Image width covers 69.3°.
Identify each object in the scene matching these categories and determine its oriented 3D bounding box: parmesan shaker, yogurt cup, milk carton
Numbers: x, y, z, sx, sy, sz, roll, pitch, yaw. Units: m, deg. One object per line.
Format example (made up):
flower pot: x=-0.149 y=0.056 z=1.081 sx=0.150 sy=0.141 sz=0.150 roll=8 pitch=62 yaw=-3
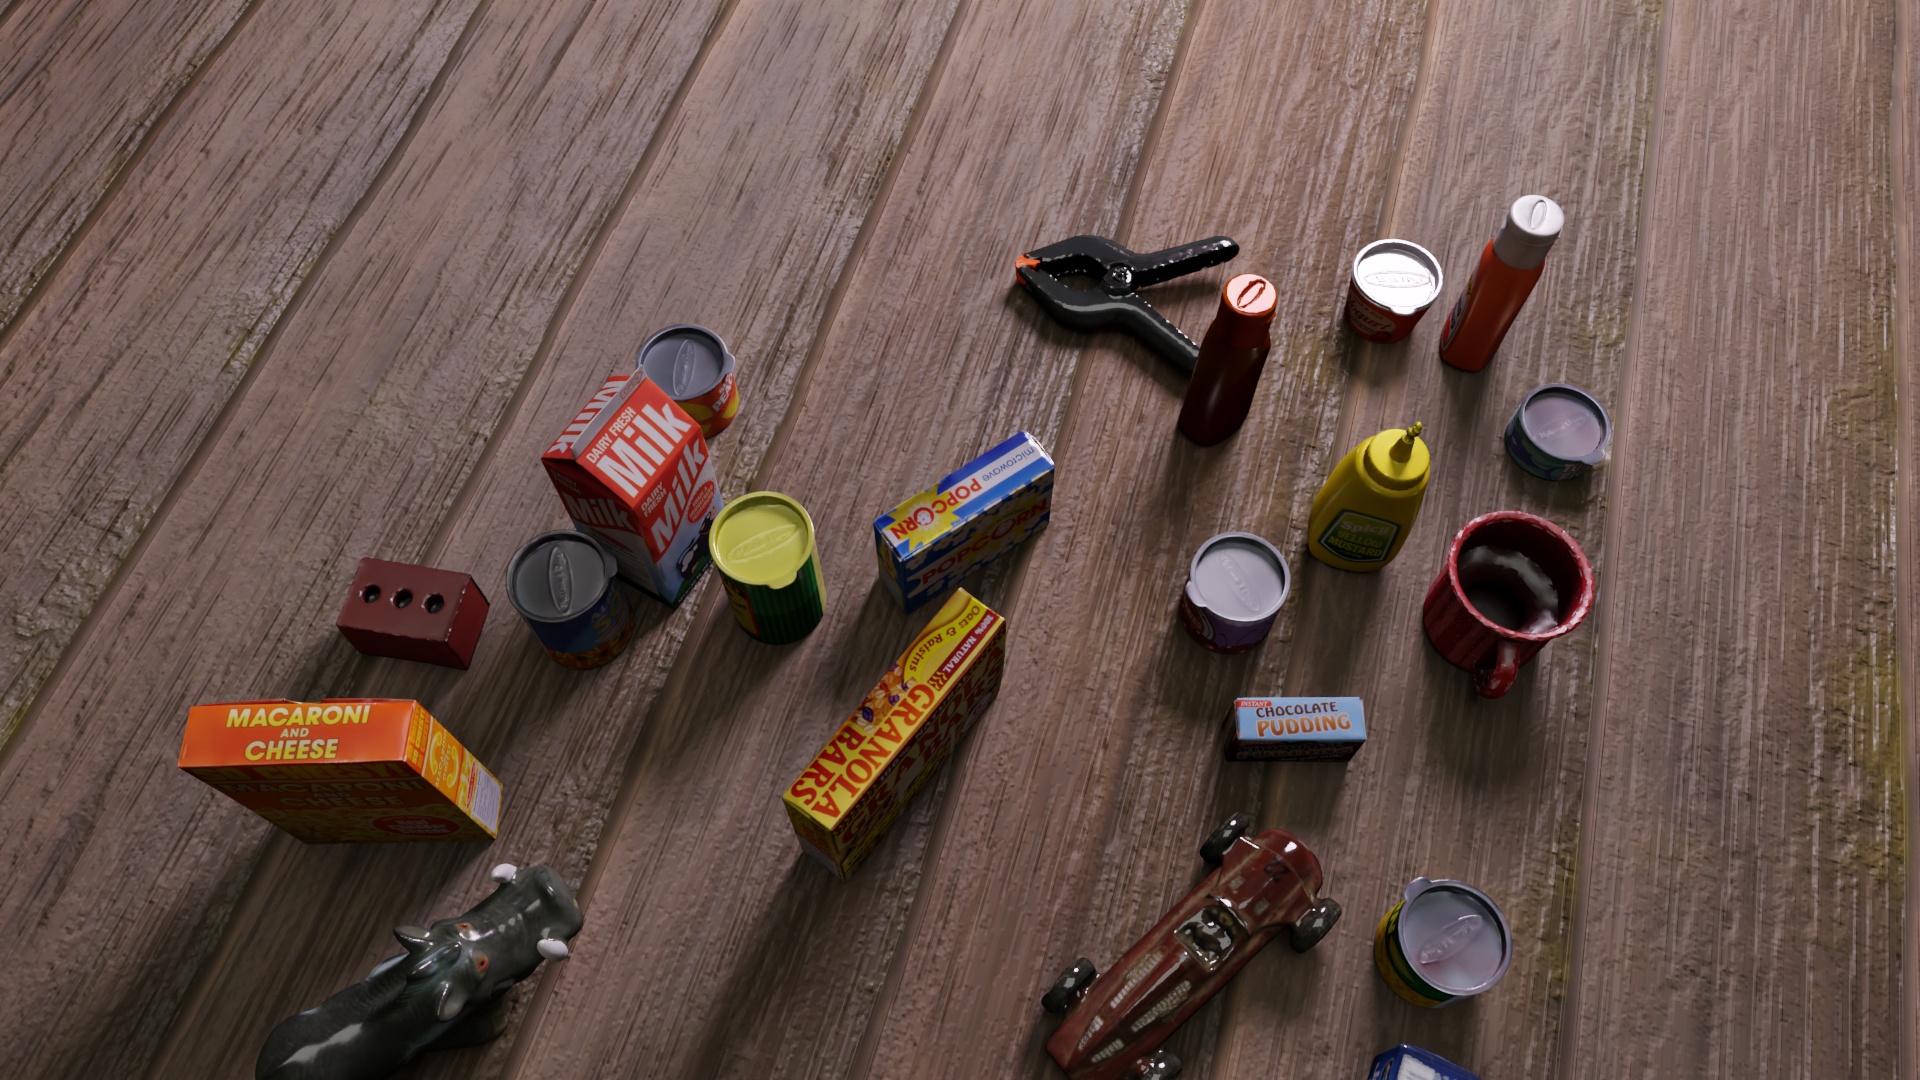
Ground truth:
parmesan shaker: x=-0.124 y=0.023 z=0.919 sx=0.071 sy=0.102 sz=0.071 roll=0 pitch=63 yaw=0
yogurt cup: x=0.326 y=-0.187 z=1.058 sx=0.072 sy=0.053 sz=0.072 roll=0 pitch=63 yaw=0
milk carton: x=-0.209 y=-0.037 z=0.900 sx=0.073 sy=0.189 sz=0.072 roll=28 pitch=66 yaw=13

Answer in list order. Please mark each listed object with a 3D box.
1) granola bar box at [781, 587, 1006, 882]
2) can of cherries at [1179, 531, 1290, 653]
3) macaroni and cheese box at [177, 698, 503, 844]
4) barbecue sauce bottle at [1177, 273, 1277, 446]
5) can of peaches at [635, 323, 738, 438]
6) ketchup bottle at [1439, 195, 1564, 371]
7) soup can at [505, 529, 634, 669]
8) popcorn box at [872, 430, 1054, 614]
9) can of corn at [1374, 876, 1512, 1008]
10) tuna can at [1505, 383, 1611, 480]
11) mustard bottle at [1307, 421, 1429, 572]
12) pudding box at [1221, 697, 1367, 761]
granola bar box: x=-0.036 y=0.123 z=0.856 sx=0.039 sy=0.123 sz=0.166 roll=34 pitch=68 yaw=16
can of cherries: x=0.182 y=0.037 z=0.939 sx=0.071 sy=0.058 sz=0.072 roll=0 pitch=63 yaw=0
macaroni and cheese box: x=-0.358 y=0.139 z=0.822 sx=0.124 sy=0.165 sz=0.040 roll=-1 pitch=63 yaw=-1
barbecue sauce bottle: x=0.190 y=-0.127 z=0.973 sx=0.044 sy=0.148 sz=0.065 roll=38 pitch=69 yaw=17
can of peaches: x=-0.196 y=-0.115 z=1.015 sx=0.071 sy=0.057 sz=0.071 roll=0 pitch=63 yaw=0
ketchup bottle: x=0.392 y=-0.187 z=1.006 sx=0.043 sy=0.148 sz=0.065 roll=21 pitch=65 yaw=10
soup can: x=-0.254 y=0.040 z=0.920 sx=0.071 sy=0.083 sz=0.071 roll=0 pitch=63 yaw=0
popcorn box: x=0.003 y=-0.012 z=0.948 sx=0.127 sy=0.085 sz=0.038 roll=-32 pitch=67 yaw=-15
can of corn: x=0.286 y=0.241 z=0.834 sx=0.071 sy=0.058 sz=0.071 roll=0 pitch=63 yaw=0
tuna can: x=0.437 y=-0.077 z=1.014 sx=0.071 sy=0.032 sz=0.071 roll=0 pitch=63 yaw=0
mustard bottle: x=0.275 y=-0.032 z=0.918 sx=0.065 sy=0.159 sz=0.049 roll=15 pitch=64 yaw=7
pudding box: x=0.216 y=0.123 z=0.900 sx=0.084 sy=0.049 sz=0.030 roll=0 pitch=63 yaw=0
